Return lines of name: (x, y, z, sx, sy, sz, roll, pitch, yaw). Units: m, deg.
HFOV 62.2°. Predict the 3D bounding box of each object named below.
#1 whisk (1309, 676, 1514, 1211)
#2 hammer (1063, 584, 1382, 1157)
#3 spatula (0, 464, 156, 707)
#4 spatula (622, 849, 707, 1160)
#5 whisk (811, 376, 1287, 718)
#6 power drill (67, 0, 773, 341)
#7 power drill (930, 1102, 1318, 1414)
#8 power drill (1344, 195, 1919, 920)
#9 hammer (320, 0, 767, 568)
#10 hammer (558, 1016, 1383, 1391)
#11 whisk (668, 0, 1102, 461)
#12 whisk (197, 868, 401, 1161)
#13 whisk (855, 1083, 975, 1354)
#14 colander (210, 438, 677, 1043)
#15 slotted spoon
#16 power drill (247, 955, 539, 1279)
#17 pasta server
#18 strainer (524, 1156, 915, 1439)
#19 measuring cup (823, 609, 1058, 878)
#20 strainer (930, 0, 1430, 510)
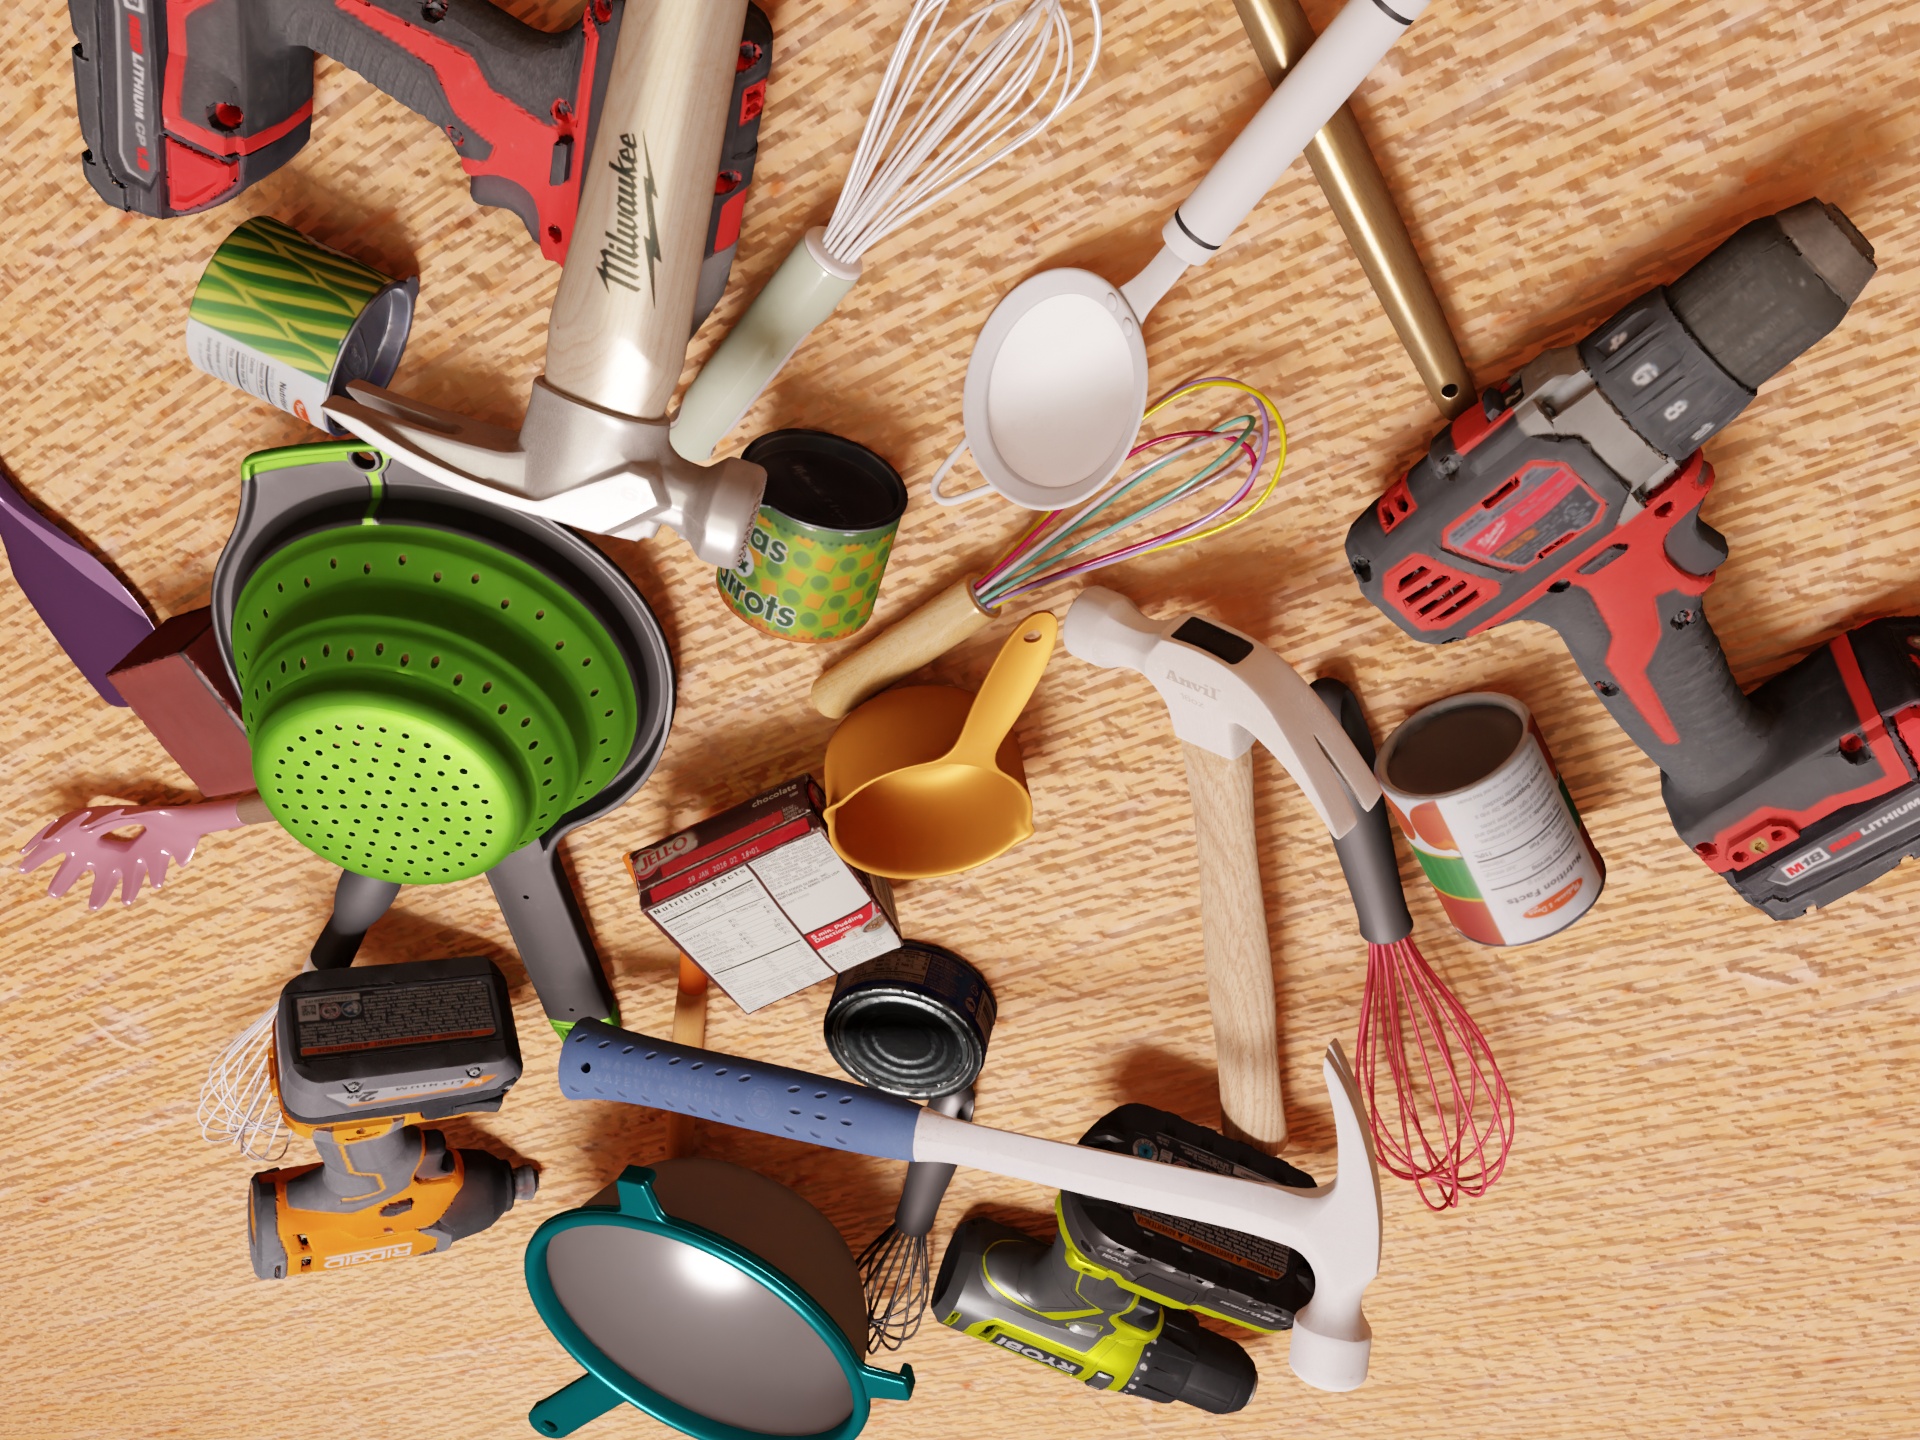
whisk: (0.194, 0.108, 0.711, 0.073, 0.073, 0.295, -10, 118, 21)
hammer: (0.124, 0.092, 0.708, 0.130, 0.031, 0.331, 26, 144, 37)
spatula: (-0.449, -0.132, 0.710, 0.060, 0.018, 0.315, -8, 125, 18)
spatula: (-0.143, 0.163, 0.844, 0.081, 0.041, 0.322, -2, 132, -16)
whisk: (0.027, -0.057, 0.636, 0.245, 0.051, 0.047, -31, 120, 34)
power drill: (-0.181, -0.206, 0.554, 0.219, 0.079, 0.143, 16, 128, -3)
power drill: (0.103, 0.303, 0.853, 0.190, 0.080, 0.228, 23, 141, -3)
power drill: (0.275, -0.051, 0.556, 0.226, 0.080, 0.188, 38, 126, -14)
hammer: (-0.081, -0.246, 0.460, 0.146, 0.038, 0.410, 17, 117, -8)
hammer: (-0.008, 0.190, 0.747, 0.405, 0.035, 0.144, 7, 95, 20)
whisk: (-0.040, -0.171, 0.564, 0.059, 0.058, 0.246, 31, 133, -21)
whisk: (-0.365, 0.155, 0.888, 0.070, 0.070, 0.284, 31, 122, -10)
whisk: (-0.029, 0.285, 0.908, 0.055, 0.055, 0.238, 17, 124, 1)
colander: (-0.223, 0.063, 0.731, 0.204, 0.095, 0.396, -2, 132, 6)
slotted spoon: (0.096, -0.222, 0.503, 0.070, 0.031, 0.313, -22, 121, 28)
power drill: (-0.308, 0.230, 0.894, 0.164, 0.084, 0.226, -1, 136, -28)
pasta server: (-0.345, 0.048, 0.810, 0.316, 0.040, 0.060, -10, 136, 19)
strainer: (-0.168, 0.351, 0.950, 0.211, 0.095, 0.340, 40, 132, -7)
measuring cup: (-0.001, -0.002, 0.659, 0.095, 0.052, 0.173, 7, 138, -21)
strainer: (0.075, -0.155, 0.533, 0.258, 0.050, 0.087, -46, 62, 42)
